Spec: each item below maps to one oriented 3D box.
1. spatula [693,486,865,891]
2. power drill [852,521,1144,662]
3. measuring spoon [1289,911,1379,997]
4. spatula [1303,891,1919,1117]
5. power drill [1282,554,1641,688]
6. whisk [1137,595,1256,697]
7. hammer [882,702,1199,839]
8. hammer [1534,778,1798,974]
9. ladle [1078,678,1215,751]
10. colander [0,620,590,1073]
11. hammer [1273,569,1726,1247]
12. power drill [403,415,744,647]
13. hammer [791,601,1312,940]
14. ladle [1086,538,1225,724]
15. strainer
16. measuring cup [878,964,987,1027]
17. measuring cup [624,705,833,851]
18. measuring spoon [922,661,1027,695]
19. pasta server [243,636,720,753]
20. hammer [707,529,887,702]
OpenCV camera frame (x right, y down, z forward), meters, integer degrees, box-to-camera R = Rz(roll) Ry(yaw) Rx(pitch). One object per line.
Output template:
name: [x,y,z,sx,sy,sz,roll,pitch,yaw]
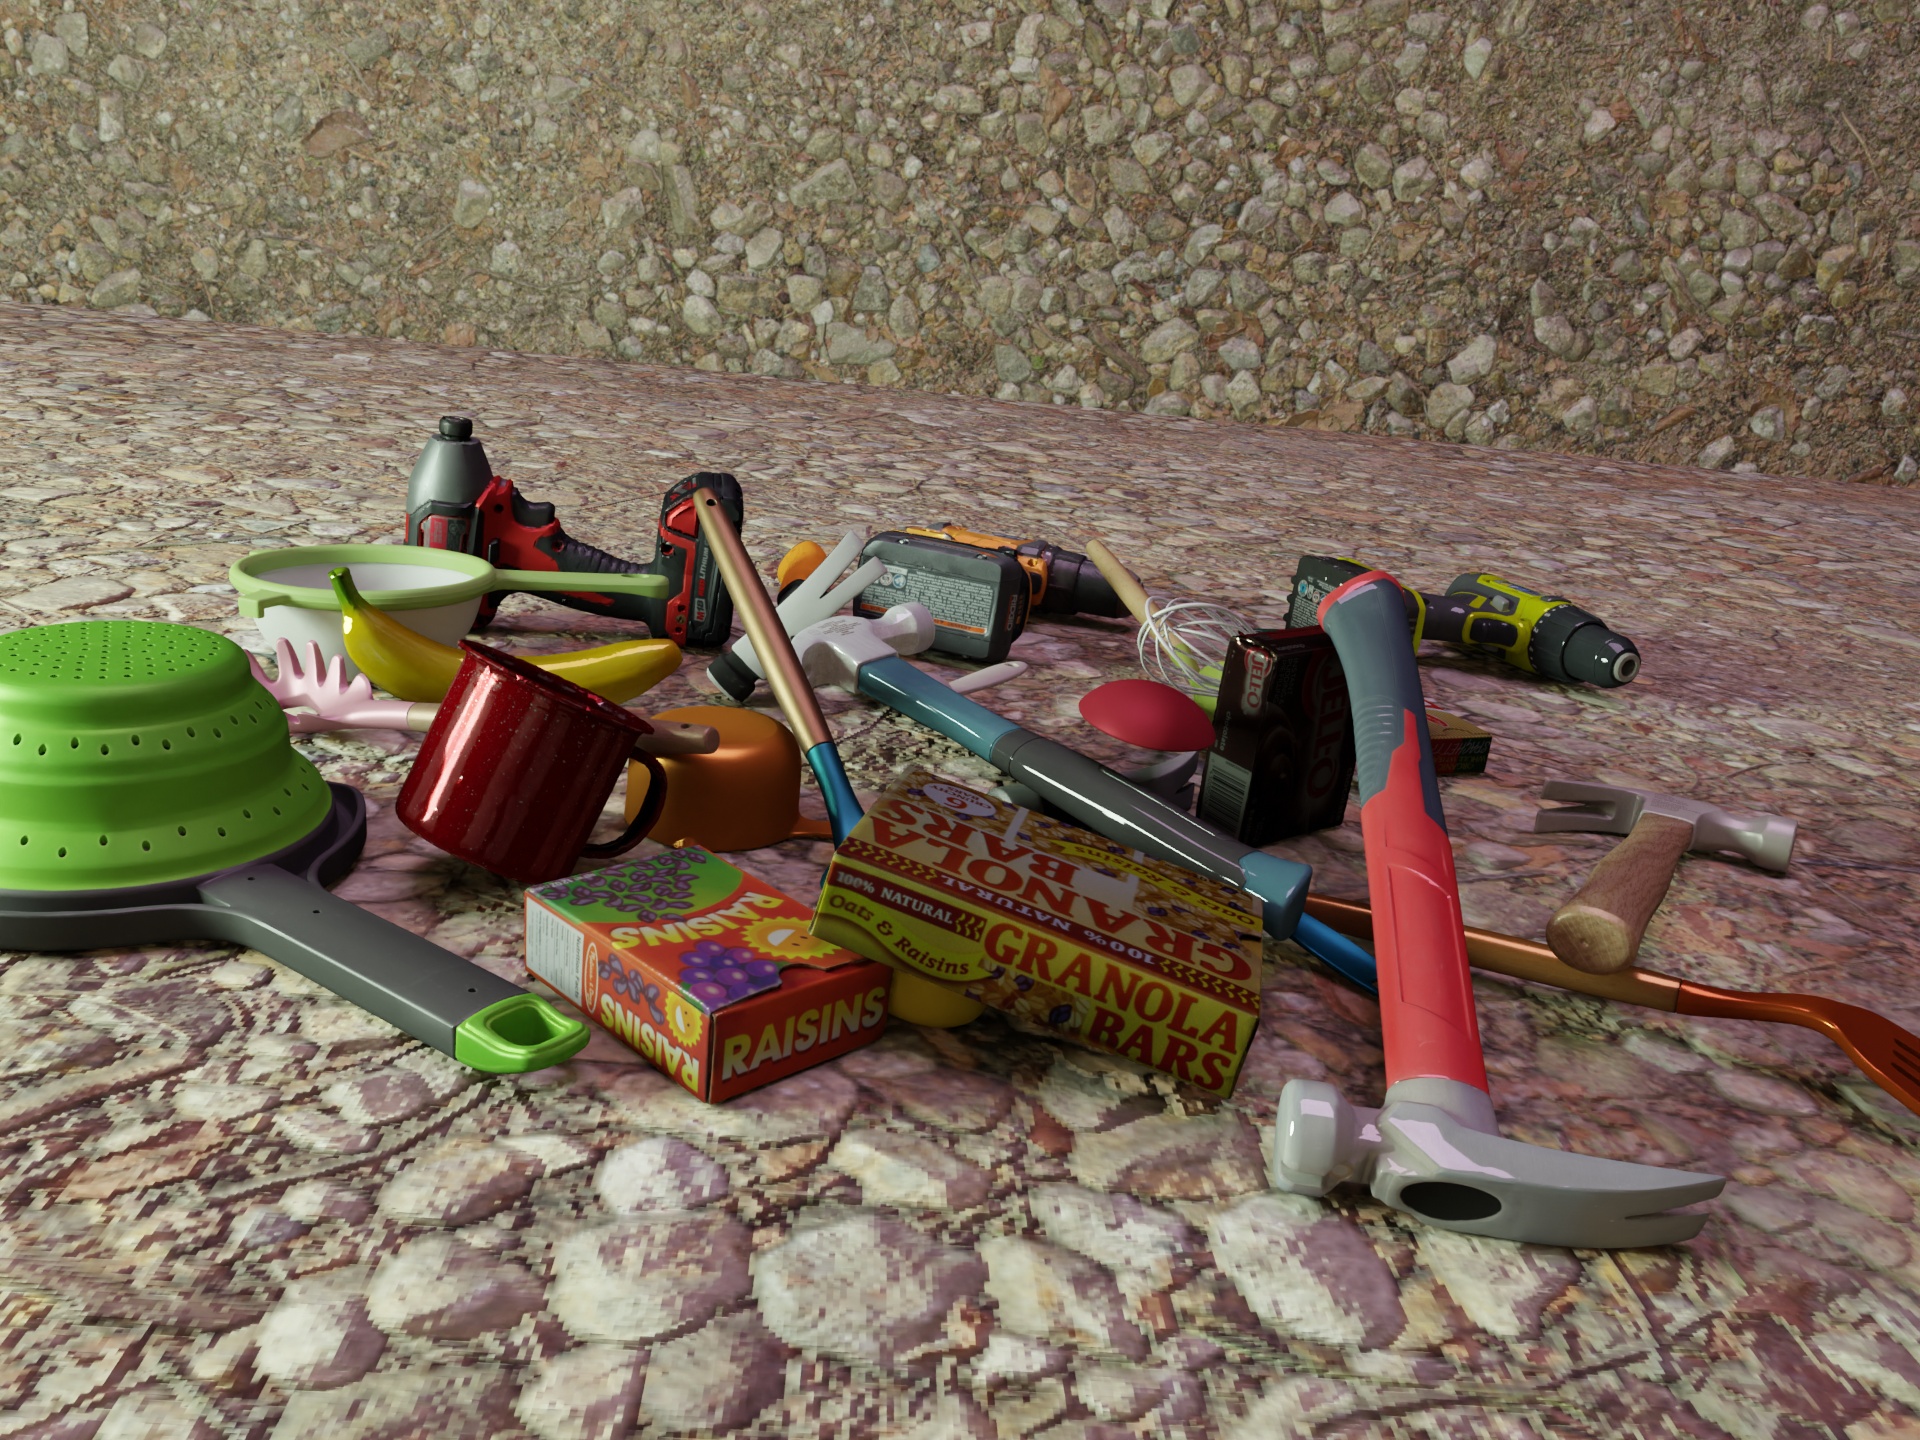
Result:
spatula: [-0.073,-0.012,0.771,0.082,0.044,0.318,-13,54,-23]
power drill: [0.033,-0.101,1.209,0.185,0.084,0.226,13,14,14]
measuring spoon: [0.150,0.100,0.724,0.042,0.021,0.129,-19,38,-36]
spatula: [0.282,0.121,0.685,0.323,0.041,0.081,12,17,30]
power drill: [0.387,-0.071,1.231,0.228,0.080,0.191,2,18,-22]
whisk: [0.189,-0.013,0.909,0.246,0.058,0.059,25,36,-37]
hammer: [-0.002,-0.003,0.955,0.146,0.035,0.335,-6,21,-32]
hammer: [0.333,0.072,0.785,0.130,0.031,0.331,13,12,28]
ladle: [0.113,-0.005,0.896,0.069,0.031,0.315,17,4,9]
colander: [-0.296,0.034,0.640,0.397,0.094,0.204,17,21,31]
hammer: [0.203,0.049,0.672,0.143,0.038,0.387,8,36,5]
power drill: [-0.261,-0.125,1.075,0.219,0.143,0.079,5,20,-12]
hammer: [0.036,0.018,0.790,0.128,0.033,0.331,-18,36,-41]
ladle: [0.149,-0.066,1.080,0.078,0.062,0.320,40,12,-30]
strainer: [-0.308,-0.062,0.978,0.256,0.069,0.152,0,16,-22]
measuring cup: [0.033,0.110,0.643,0.156,0.029,0.062,14,17,-15]
measuring cup: [-0.081,0.030,0.792,0.173,0.052,0.095,6,17,6]
measuring spoon: [0.005,-0.028,0.946,0.034,0.018,0.124,16,20,31]
pasta server: [-0.257,-0.007,0.804,0.316,0.040,0.060,4,31,27]
hammer: [-0.110,-0.097,1.128,0.034,0.127,0.337,47,7,-12]
